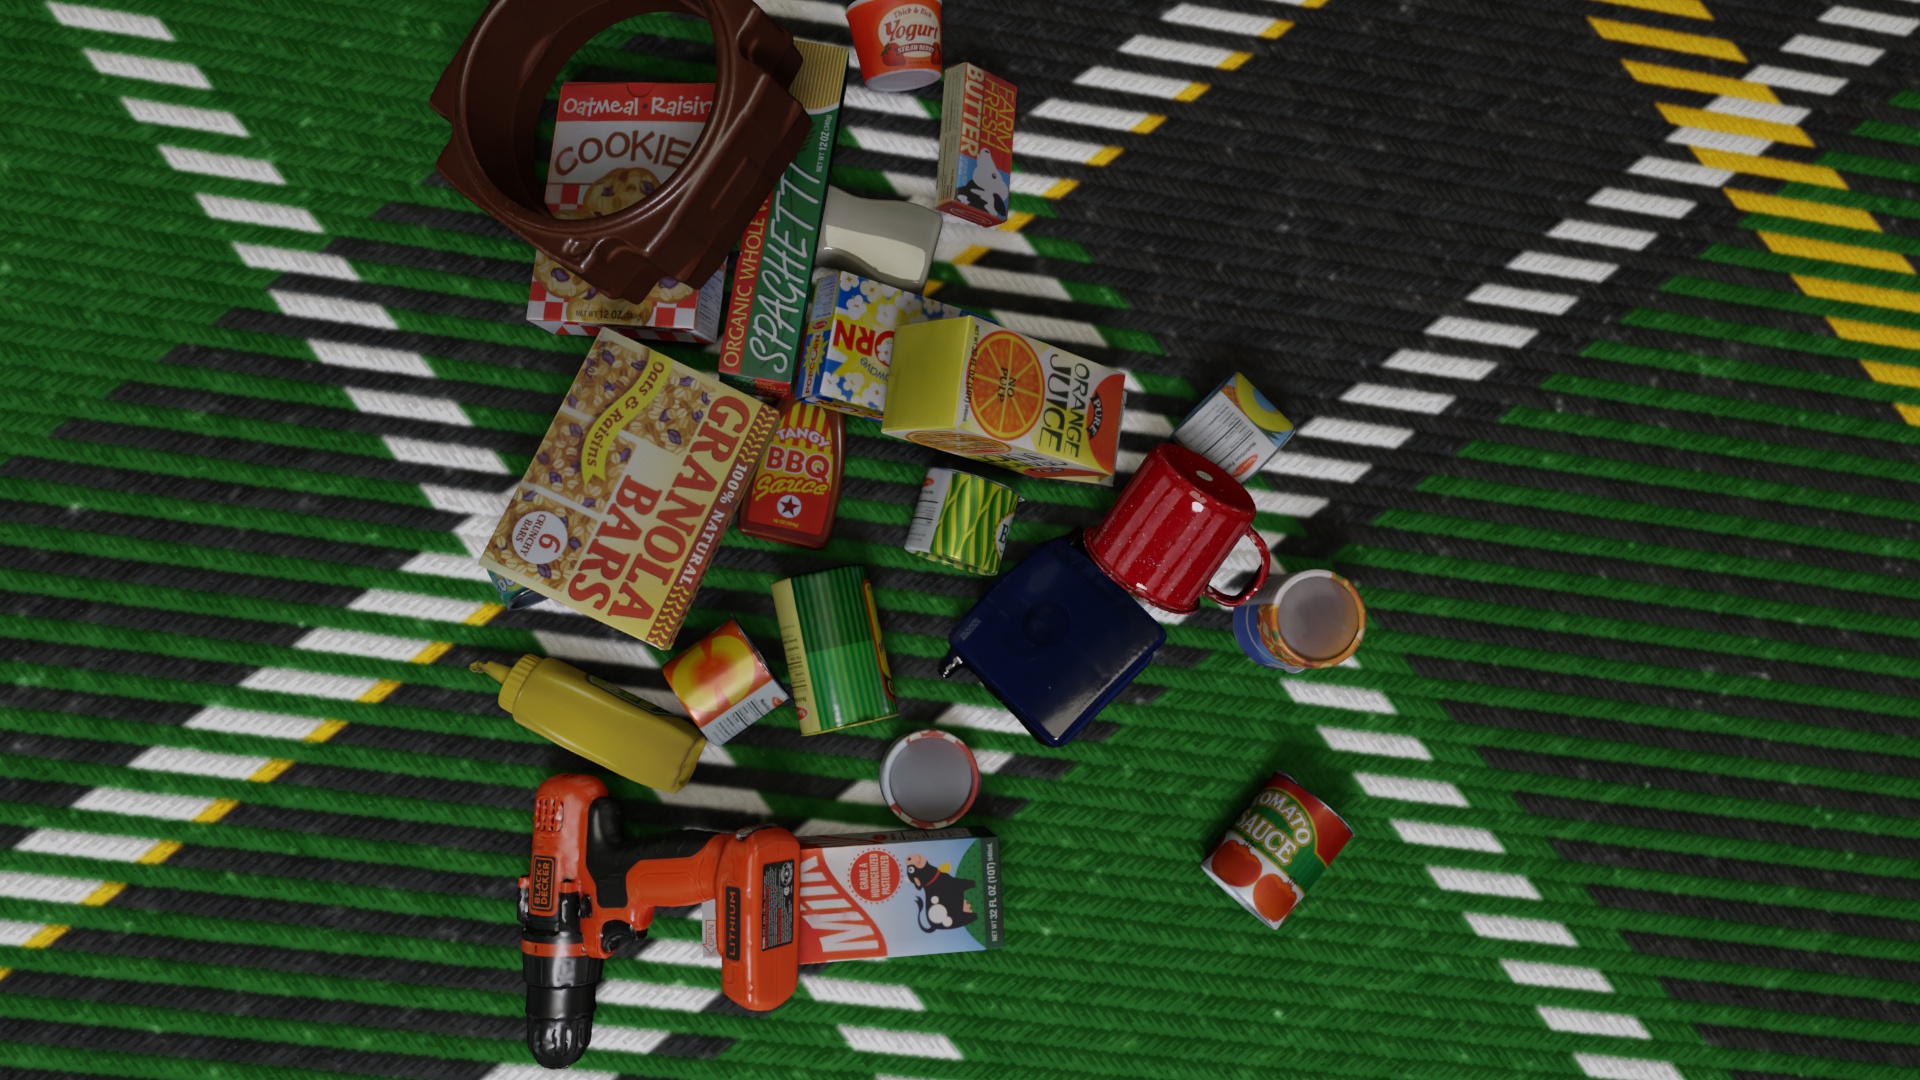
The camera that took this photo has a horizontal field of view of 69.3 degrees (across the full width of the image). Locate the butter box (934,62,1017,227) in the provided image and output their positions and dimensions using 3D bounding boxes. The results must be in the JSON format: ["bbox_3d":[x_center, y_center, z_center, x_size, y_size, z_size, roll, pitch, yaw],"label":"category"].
[{"bbox_3d":[0.011,-0.277,0.974,0.053,0.024,0.103,10,82,-43],"label":"butter box"}]

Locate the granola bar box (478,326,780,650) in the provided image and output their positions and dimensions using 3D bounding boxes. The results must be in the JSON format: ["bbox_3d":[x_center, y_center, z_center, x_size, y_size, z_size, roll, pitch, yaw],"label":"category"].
[{"bbox_3d":[-0.203,-0.031,0.867,0.124,0.039,0.166,25,79,-5],"label":"granola bar box"}]

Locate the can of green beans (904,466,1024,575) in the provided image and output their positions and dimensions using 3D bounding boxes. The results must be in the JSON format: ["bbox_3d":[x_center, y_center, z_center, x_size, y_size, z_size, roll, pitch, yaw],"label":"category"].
[{"bbox_3d":[0.001,-0.012,0.937,0.071,0.071,0.058,17,84,-4],"label":"can of green beans"}]

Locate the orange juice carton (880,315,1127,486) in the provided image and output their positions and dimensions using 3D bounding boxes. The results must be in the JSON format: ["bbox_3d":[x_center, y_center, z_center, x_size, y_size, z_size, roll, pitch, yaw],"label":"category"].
[{"bbox_3d":[0.045,-0.087,0.921,0.193,0.073,0.072,13,82,-43],"label":"orange juice carton"}]

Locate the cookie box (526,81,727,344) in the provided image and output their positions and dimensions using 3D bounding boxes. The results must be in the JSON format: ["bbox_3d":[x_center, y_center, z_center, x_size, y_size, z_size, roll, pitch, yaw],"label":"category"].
[{"bbox_3d":[-0.216,-0.221,0.930,0.123,0.040,0.167,5,84,14],"label":"cookie box"}]

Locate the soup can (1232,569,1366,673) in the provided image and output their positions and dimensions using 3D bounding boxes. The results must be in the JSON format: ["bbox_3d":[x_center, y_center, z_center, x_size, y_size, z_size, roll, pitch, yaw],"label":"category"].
[{"bbox_3d":[0.231,0.057,0.945,0.071,0.083,0.071,1,85,-6],"label":"soup can"}]

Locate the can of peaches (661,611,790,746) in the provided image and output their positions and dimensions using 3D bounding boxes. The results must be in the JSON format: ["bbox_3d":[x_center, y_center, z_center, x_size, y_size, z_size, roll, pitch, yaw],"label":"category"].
[{"bbox_3d":[-0.155,0.091,0.911,0.058,0.071,0.071,-35,89,-7],"label":"can of peaches"}]

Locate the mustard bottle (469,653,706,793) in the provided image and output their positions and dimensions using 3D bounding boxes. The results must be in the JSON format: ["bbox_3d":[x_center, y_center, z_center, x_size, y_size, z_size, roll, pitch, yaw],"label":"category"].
[{"bbox_3d":[-0.246,0.111,0.901,0.160,0.065,0.049,25,83,1],"label":"mustard bottle"}]

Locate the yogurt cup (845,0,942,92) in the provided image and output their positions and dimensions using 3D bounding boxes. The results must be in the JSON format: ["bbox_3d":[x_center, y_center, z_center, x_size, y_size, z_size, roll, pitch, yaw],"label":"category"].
[{"bbox_3d":[-0.043,-0.347,0.969,0.072,0.072,0.054,-8,94,-7],"label":"yogurt cup"}]

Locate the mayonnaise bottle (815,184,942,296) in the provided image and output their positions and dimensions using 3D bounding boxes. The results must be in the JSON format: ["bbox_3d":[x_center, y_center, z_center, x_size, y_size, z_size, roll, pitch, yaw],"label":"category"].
[{"bbox_3d":[-0.090,-0.216,0.962,0.148,0.041,0.065,16,78,-3],"label":"mayonnaise bottle"}]

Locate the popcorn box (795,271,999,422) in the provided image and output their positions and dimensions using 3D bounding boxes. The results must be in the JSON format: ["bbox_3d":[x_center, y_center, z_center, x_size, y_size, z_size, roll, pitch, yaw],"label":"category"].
[{"bbox_3d":[-0.040,-0.121,0.934,0.127,0.038,0.085,13,83,-30],"label":"popcorn box"}]

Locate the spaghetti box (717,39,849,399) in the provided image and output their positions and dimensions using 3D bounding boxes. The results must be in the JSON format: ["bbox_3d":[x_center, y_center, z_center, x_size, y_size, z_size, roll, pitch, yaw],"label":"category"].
[{"bbox_3d":[-0.116,-0.216,0.921,0.050,0.028,0.250,8,75,-3],"label":"spaghetti box"}]

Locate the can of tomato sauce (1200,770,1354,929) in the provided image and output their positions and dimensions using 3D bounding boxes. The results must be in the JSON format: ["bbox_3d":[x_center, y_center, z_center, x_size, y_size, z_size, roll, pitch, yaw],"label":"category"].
[{"bbox_3d":[0.212,0.208,0.935,0.071,0.071,0.083,42,82,-1],"label":"can of tomato sauce"}]

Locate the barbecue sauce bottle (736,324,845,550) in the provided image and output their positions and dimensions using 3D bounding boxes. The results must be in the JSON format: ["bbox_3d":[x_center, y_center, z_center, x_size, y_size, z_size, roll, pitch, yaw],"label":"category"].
[{"bbox_3d":[-0.106,-0.071,0.943,0.065,0.043,0.148,13,83,-7],"label":"barbecue sauce bottle"}]

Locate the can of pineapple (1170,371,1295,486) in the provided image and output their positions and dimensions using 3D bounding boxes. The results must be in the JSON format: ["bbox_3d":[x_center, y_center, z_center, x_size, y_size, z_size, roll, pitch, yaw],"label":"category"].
[{"bbox_3d":[0.189,-0.075,0.965,0.058,0.071,0.071,45,82,0],"label":"can of pineapple"}]

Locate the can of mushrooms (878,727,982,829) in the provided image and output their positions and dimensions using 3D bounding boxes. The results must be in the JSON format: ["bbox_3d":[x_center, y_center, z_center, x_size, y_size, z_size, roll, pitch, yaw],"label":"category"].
[{"bbox_3d":[-0.019,0.160,0.934,0.071,0.033,0.071,1,83,-6],"label":"can of mushrooms"}]

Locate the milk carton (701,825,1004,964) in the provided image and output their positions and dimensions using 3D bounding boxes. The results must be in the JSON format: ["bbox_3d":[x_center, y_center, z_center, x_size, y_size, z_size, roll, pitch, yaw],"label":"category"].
[{"bbox_3d":[-0.071,0.230,0.901,0.191,0.073,0.072,-2,84,-6],"label":"milk carton"}]

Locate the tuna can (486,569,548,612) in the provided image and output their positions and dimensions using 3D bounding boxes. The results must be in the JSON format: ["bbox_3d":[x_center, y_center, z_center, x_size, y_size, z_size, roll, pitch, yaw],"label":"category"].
[{"bbox_3d":[-0.273,0.017,0.903,0.071,0.071,0.033,-29,87,-8],"label":"tuna can"}]

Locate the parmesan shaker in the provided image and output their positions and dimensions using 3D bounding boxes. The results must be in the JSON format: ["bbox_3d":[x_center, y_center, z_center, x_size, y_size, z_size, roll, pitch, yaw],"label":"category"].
[{"bbox_3d":[-0.082,0.071,0.917,0.071,0.071,0.103,-12,86,-7],"label":"parmesan shaker"}]
